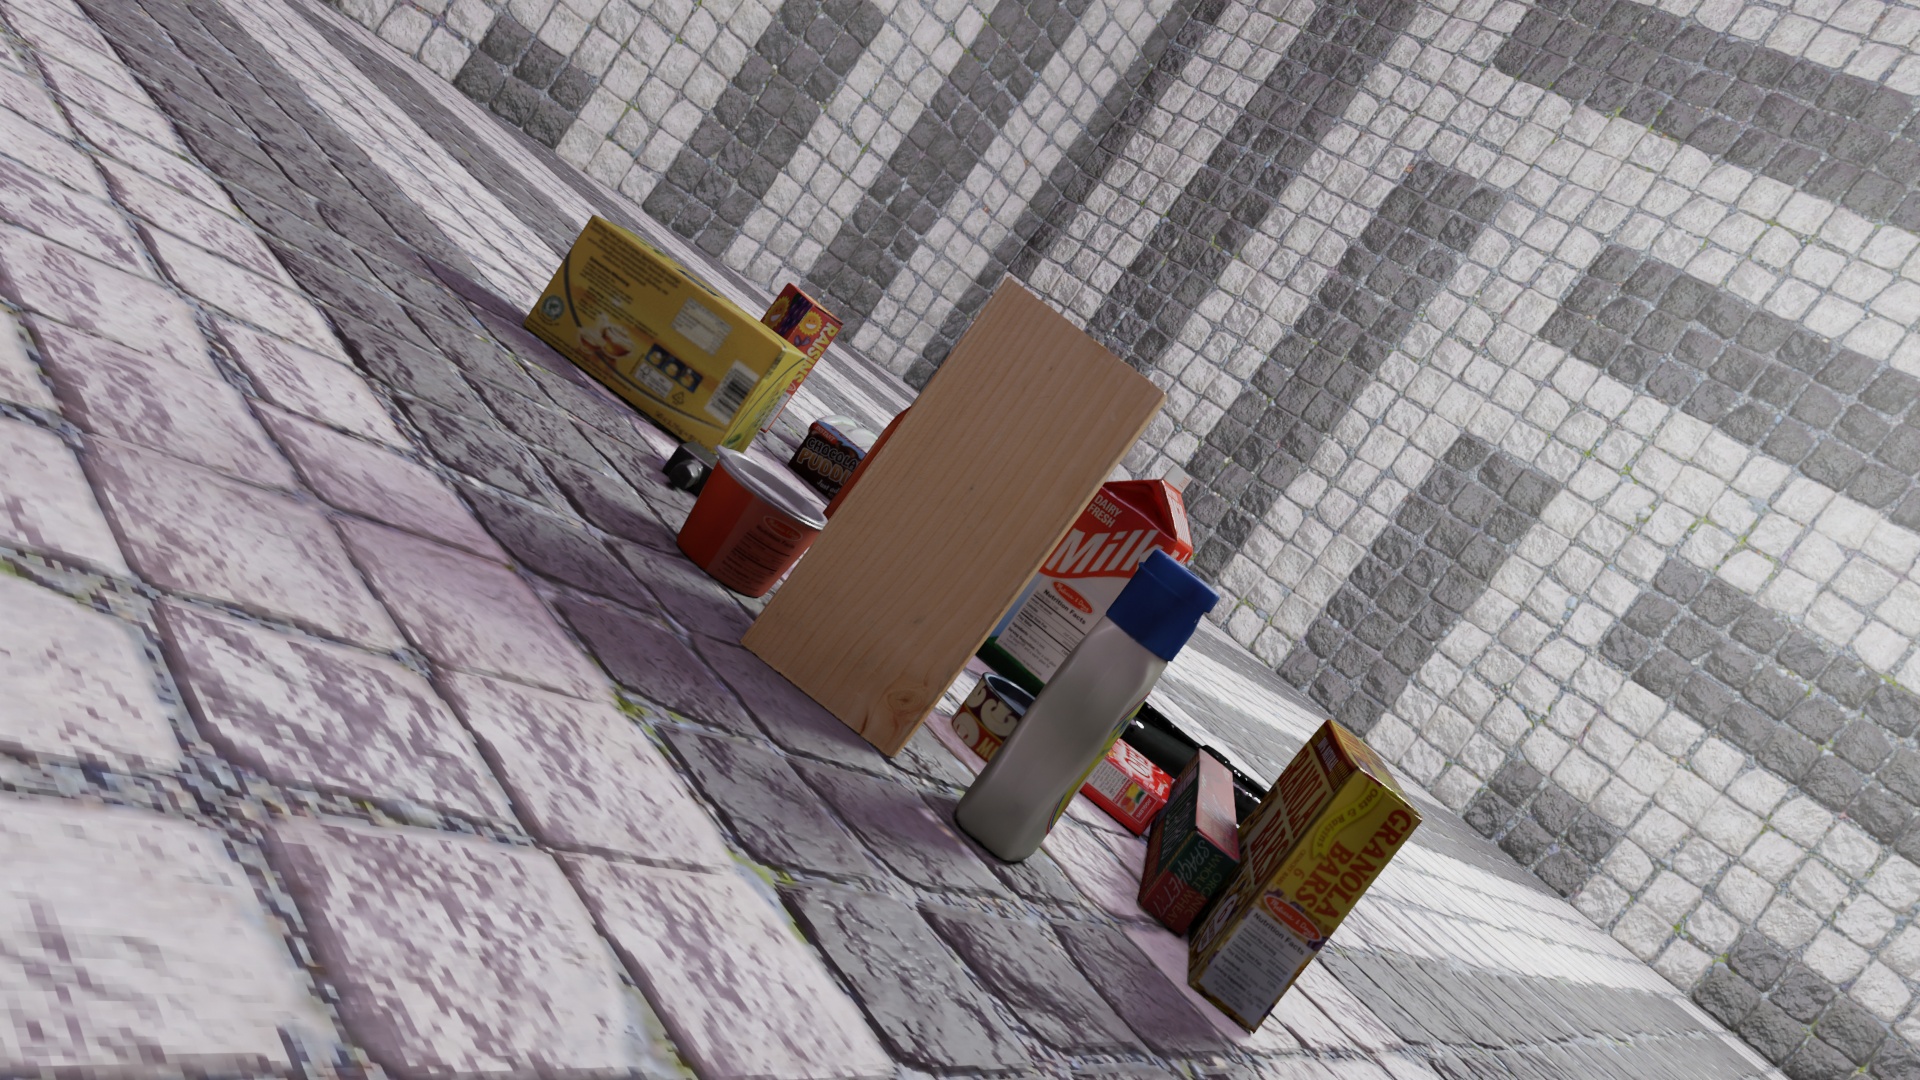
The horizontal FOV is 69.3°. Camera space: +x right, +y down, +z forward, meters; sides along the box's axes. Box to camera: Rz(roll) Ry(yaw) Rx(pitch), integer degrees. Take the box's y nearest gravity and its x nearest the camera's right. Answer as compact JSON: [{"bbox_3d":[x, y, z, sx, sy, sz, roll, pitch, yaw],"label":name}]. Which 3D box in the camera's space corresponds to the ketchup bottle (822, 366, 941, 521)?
[{"bbox_3d":[-0.045,-0.061,1.038,0.043,0.148,0.065,38,6,17],"label":"ketchup bottle"}]

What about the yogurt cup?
[{"bbox_3d":[-0.111,-0.007,0.726,0.072,0.054,0.072,36,6,-4],"label":"yogurt cup"}]

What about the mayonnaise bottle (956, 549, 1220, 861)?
[{"bbox_3d":[0.057,0.073,0.618,0.041,0.148,0.065,38,6,12],"label":"mayonnaise bottle"}]

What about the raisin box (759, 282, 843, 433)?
[{"bbox_3d":[-0.169,-0.170,1.284,0.040,0.123,0.086,33,7,-32],"label":"raisin box"}]

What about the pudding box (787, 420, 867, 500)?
[{"bbox_3d":[-0.099,-0.059,1.179,0.084,0.049,0.030,39,6,19],"label":"pudding box"}]

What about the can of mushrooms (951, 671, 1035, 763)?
[{"bbox_3d":[0.031,0.105,0.758,0.071,0.033,0.071,36,6,-4],"label":"can of mushrooms"}]

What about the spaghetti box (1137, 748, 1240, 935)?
[{"bbox_3d":[0.131,0.164,0.791,0.029,0.050,0.250,37,6,8],"label":"spaghetti box"}]

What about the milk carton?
[{"bbox_3d":[0.101,0.027,0.988,0.073,0.190,0.072,38,6,18],"label":"milk carton"}]

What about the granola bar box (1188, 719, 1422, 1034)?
[{"bbox_3d":[0.164,0.157,0.687,0.039,0.124,0.165,37,6,8],"label":"granola bar box"}]
